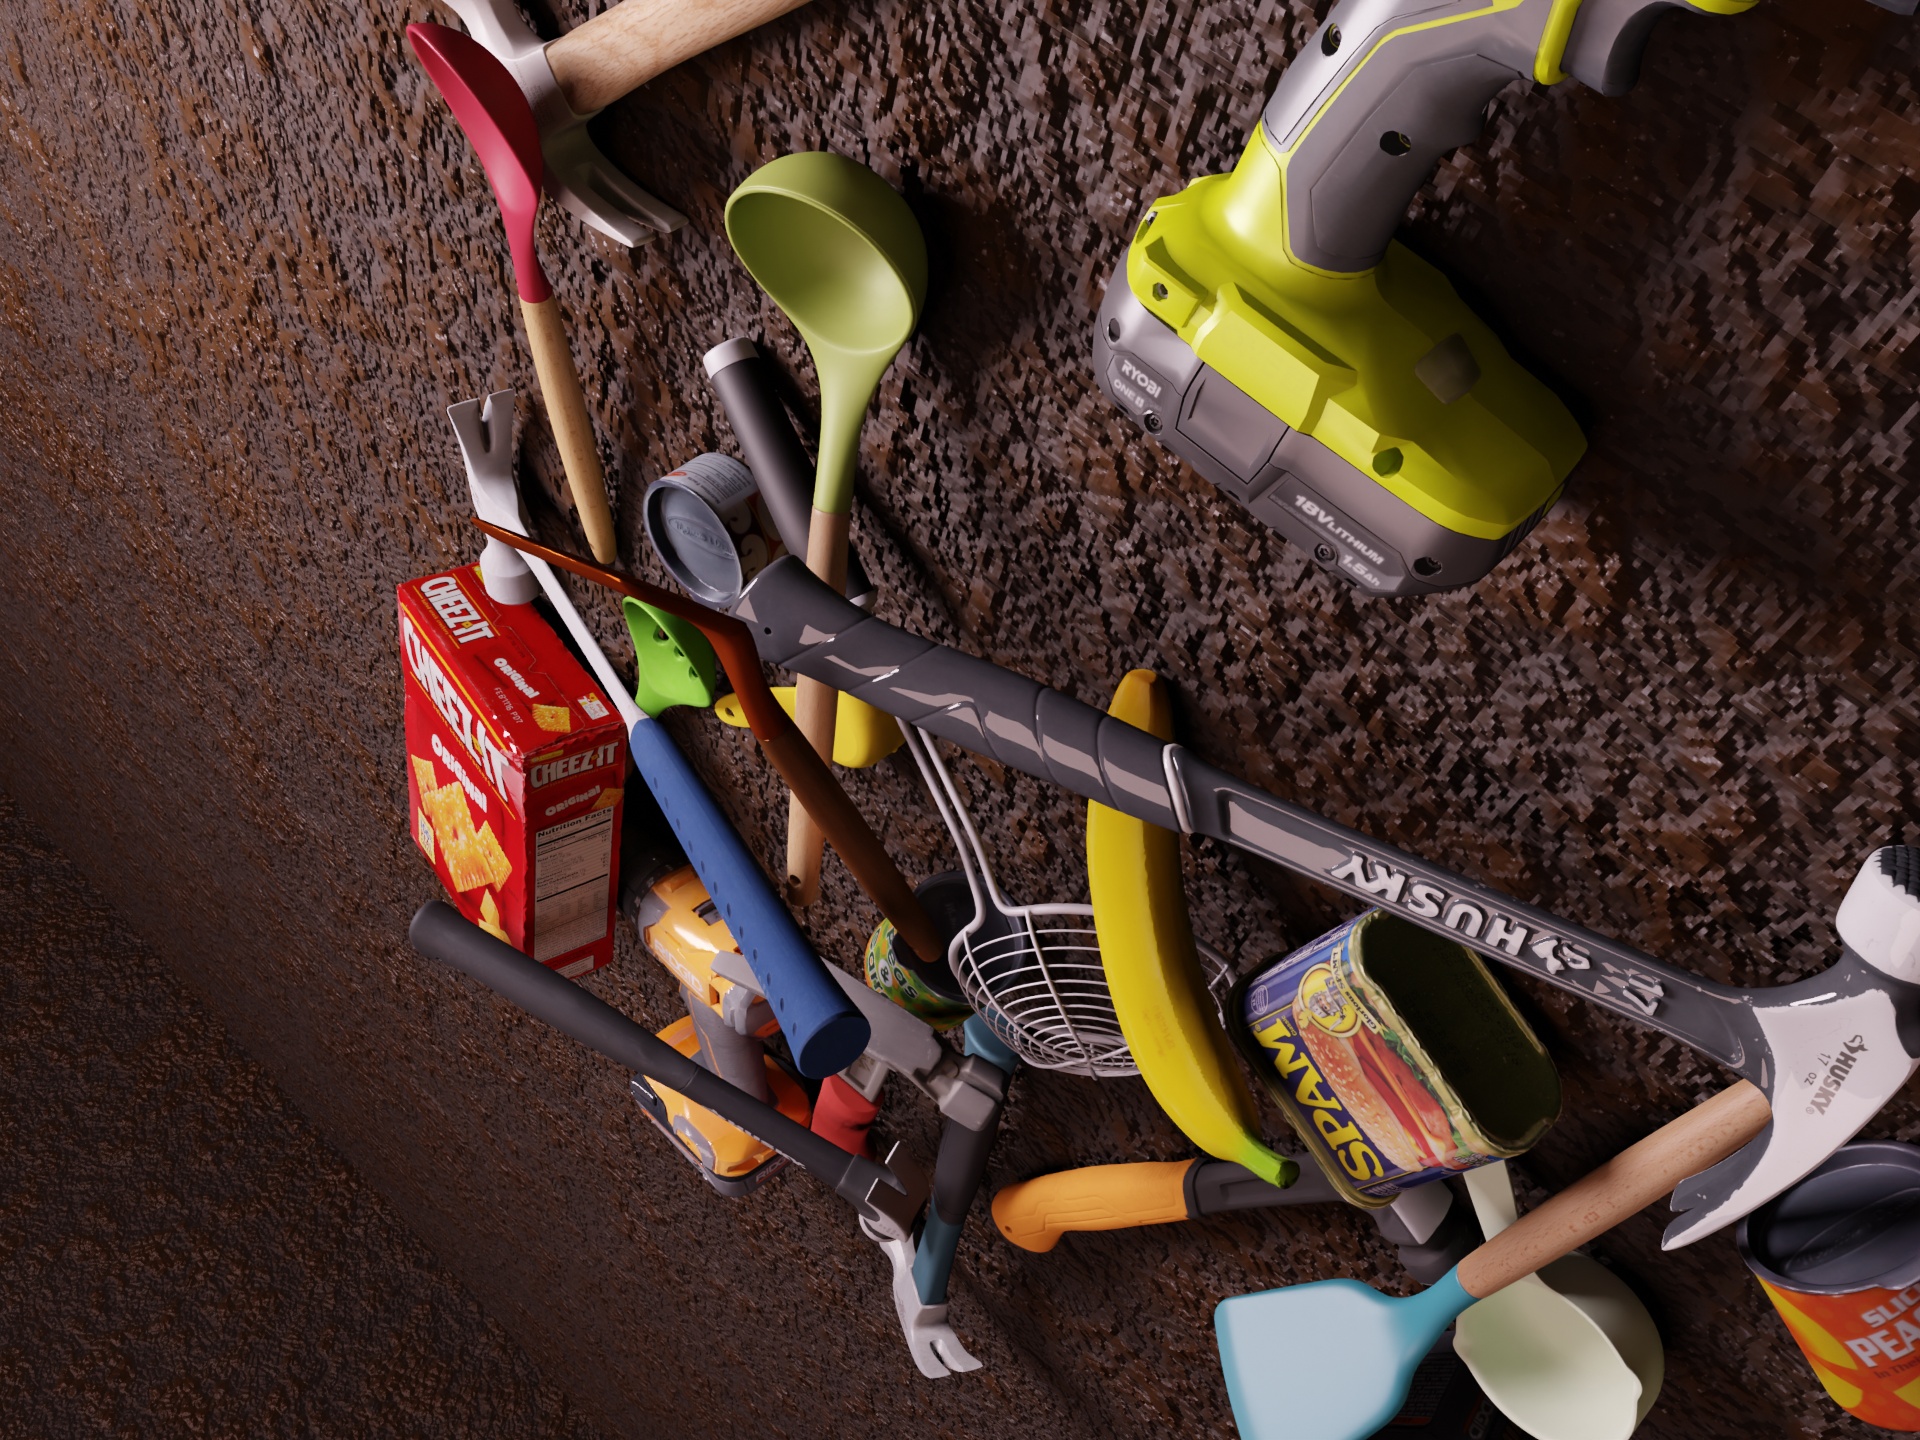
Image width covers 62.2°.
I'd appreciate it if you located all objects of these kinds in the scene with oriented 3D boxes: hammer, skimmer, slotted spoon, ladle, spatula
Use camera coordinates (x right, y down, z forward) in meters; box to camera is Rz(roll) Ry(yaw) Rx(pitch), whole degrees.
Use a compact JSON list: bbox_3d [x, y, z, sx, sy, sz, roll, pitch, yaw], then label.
[{"bbox_3d":[-0.155,-0.003,0.754,0.406,0.035,0.144,52,153,34],"label":"hammer"},{"bbox_3d":[-0.075,-0.248,0.540,0.331,0.031,0.130,2,123,48],"label":"hammer"},{"bbox_3d":[-0.001,-0.002,0.692,0.127,0.090,0.363,-25,92,41],"label":"skimmer"},{"bbox_3d":[-0.005,0.274,0.930,0.330,0.033,0.128,101,156,-43],"label":"hammer"},{"bbox_3d":[-0.193,0.008,0.929,0.070,0.031,0.313,48,148,3],"label":"slotted spoon"},{"bbox_3d":[-0.059,-0.055,0.620,0.078,0.062,0.320,22,122,25],"label":"ladle"},{"bbox_3d":[0.200,0.201,0.596,0.317,0.044,0.082,122,147,-42],"label":"spatula"},{"bbox_3d":[0.100,0.230,0.796,0.127,0.034,0.337,51,147,-2],"label":"hammer"},{"bbox_3d":[0.092,0.034,0.531,0.409,0.036,0.149,23,124,21],"label":"hammer"},{"bbox_3d":[-0.069,0.022,0.615,0.081,0.041,0.322,23,156,34],"label":"spatula"},{"bbox_3d":[-0.185,-0.170,0.711,0.069,0.031,0.315,47,158,24],"label":"ladle"},{"bbox_3d":[-0.166,0.195,0.901,0.335,0.035,0.146,30,156,5],"label":"hammer"},{"bbox_3d":[-0.069,0.205,0.892,0.149,0.037,0.359,30,156,5],"label":"hammer"}]

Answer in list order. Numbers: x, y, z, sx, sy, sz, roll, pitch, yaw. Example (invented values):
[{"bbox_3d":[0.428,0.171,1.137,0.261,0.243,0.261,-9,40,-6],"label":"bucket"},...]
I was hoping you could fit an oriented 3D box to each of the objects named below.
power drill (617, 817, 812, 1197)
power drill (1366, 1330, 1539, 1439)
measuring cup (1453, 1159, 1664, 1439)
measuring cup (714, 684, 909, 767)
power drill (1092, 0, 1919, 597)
[{"bbox_3d":[-0.172,0.179,1.025,0.185,0.084,0.226,36,140,31],"label":"power drill"},{"bbox_3d":[0.267,0.381,0.710,0.226,0.084,0.164,49,144,-4],"label":"power drill"},{"bbox_3d":[0.228,0.205,0.632,0.083,0.038,0.167,-14,95,52],"label":"measuring cup"},{"bbox_3d":[-0.086,-0.002,0.790,0.156,0.029,0.062,-4,119,49],"label":"measuring cup"},{"bbox_3d":[0.135,-0.138,0.364,0.191,0.080,0.228,41,143,14],"label":"power drill"}]
